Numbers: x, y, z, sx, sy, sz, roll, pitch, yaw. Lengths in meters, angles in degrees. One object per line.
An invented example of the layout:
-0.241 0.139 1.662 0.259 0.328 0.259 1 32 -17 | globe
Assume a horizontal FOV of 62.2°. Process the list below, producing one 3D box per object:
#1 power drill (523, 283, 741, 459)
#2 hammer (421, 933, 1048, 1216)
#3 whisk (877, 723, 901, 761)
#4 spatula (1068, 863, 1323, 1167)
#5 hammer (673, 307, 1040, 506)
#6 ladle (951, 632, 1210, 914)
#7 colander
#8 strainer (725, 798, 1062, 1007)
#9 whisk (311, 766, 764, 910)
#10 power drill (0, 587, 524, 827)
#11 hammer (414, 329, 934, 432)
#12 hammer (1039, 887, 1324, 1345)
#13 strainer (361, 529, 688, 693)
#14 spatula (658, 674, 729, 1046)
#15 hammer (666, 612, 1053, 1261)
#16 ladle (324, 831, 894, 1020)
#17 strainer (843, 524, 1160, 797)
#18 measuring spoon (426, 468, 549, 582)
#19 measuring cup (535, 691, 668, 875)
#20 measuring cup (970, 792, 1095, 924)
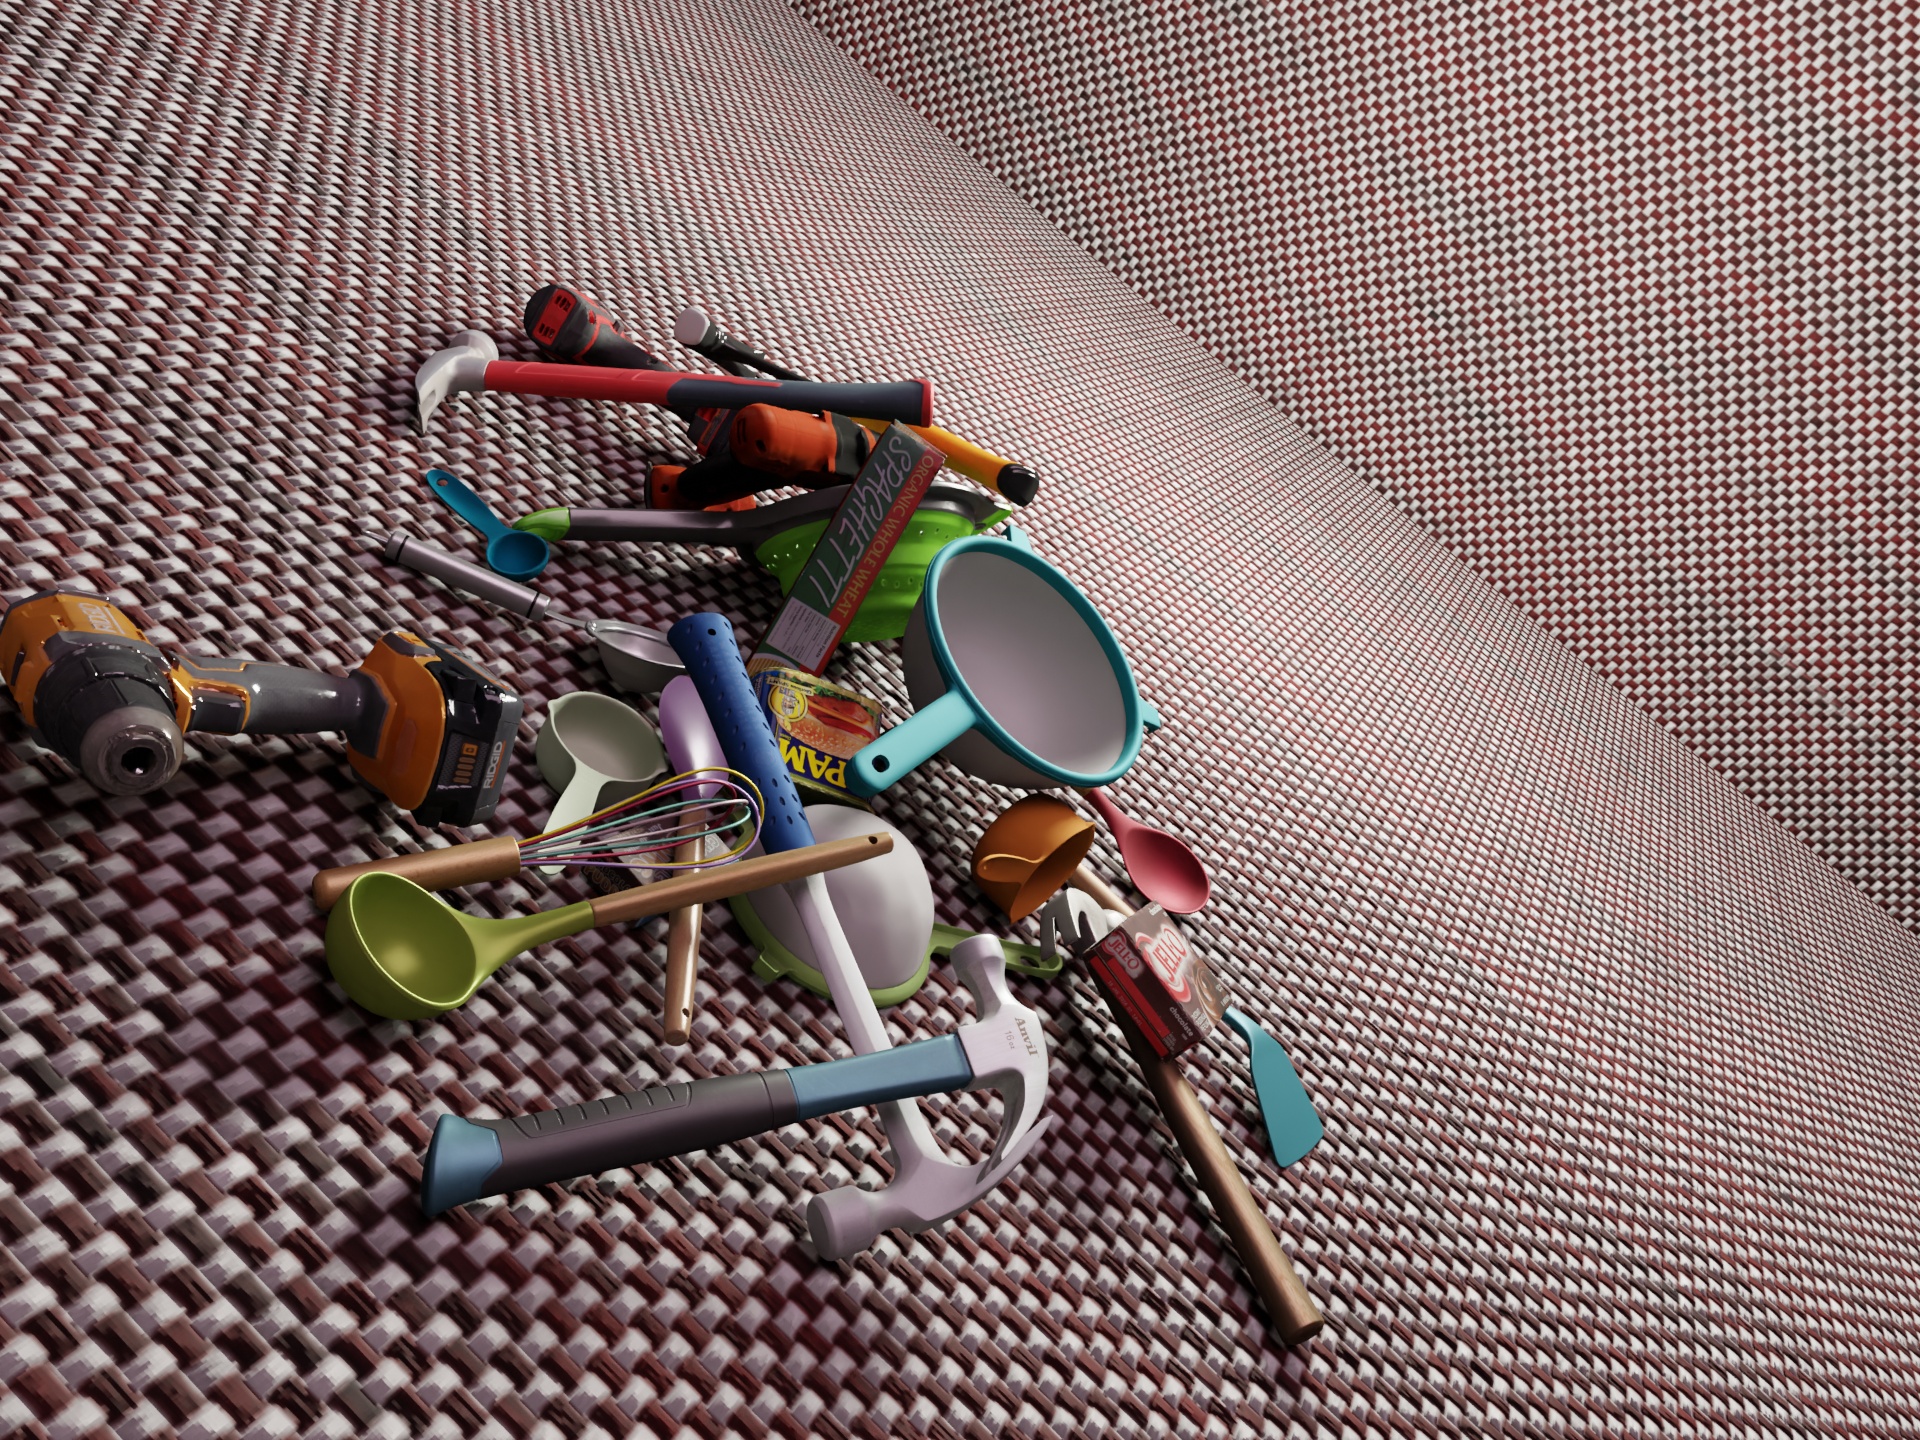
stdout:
-0.259 -0.290 1.363 0.219 0.078 0.143 32 4 0 | power drill
-0.099 0.187 0.787 0.331 0.033 0.128 -4 56 -31 | hammer
0.019 0.000 1.286 0.073 0.073 0.295 49 34 20 | whisk
0.151 0.191 1.185 0.318 0.044 0.082 44 28 22 | spatula
-0.079 -0.254 1.321 0.337 0.034 0.127 28 5 21 | hammer
0.085 0.037 1.266 0.315 0.031 0.069 48 49 -9 | ladle
-0.142 -0.113 1.223 0.397 0.204 0.094 -3 81 -31 | colander
-0.026 0.118 1.032 0.256 0.069 0.152 19 33 -29 | strainer
-0.218 0.064 0.853 0.245 0.047 0.051 -10 33 -31 | whisk
-0.336 -0.001 0.781 0.226 0.084 0.185 11 11 -40 | power drill
-0.214 -0.248 1.217 0.386 0.038 0.143 4 31 -2 | hammer
0.141 0.249 1.049 0.130 0.031 0.332 31 26 -53 | hammer
-0.275 -0.070 1.062 0.258 0.050 0.087 24 11 -12 | strainer
-0.160 0.069 0.934 0.059 0.018 0.316 37 24 -28 | spatula
-0.083 0.100 0.927 0.144 0.035 0.406 -10 58 -28 | hammer
-0.167 0.089 0.835 0.320 0.062 0.078 -11 58 -34 | ladle
-0.002 -0.004 1.126 0.211 0.095 0.340 54 37 1 | strainer
-0.335 -0.135 1.116 0.042 0.021 0.129 -34 62 -30 | measuring spoon
-0.228 0.047 0.941 0.083 0.038 0.168 30 31 -14 | measuring cup
0.032 0.089 1.099 0.052 0.095 0.173 42 10 22 | measuring cup
